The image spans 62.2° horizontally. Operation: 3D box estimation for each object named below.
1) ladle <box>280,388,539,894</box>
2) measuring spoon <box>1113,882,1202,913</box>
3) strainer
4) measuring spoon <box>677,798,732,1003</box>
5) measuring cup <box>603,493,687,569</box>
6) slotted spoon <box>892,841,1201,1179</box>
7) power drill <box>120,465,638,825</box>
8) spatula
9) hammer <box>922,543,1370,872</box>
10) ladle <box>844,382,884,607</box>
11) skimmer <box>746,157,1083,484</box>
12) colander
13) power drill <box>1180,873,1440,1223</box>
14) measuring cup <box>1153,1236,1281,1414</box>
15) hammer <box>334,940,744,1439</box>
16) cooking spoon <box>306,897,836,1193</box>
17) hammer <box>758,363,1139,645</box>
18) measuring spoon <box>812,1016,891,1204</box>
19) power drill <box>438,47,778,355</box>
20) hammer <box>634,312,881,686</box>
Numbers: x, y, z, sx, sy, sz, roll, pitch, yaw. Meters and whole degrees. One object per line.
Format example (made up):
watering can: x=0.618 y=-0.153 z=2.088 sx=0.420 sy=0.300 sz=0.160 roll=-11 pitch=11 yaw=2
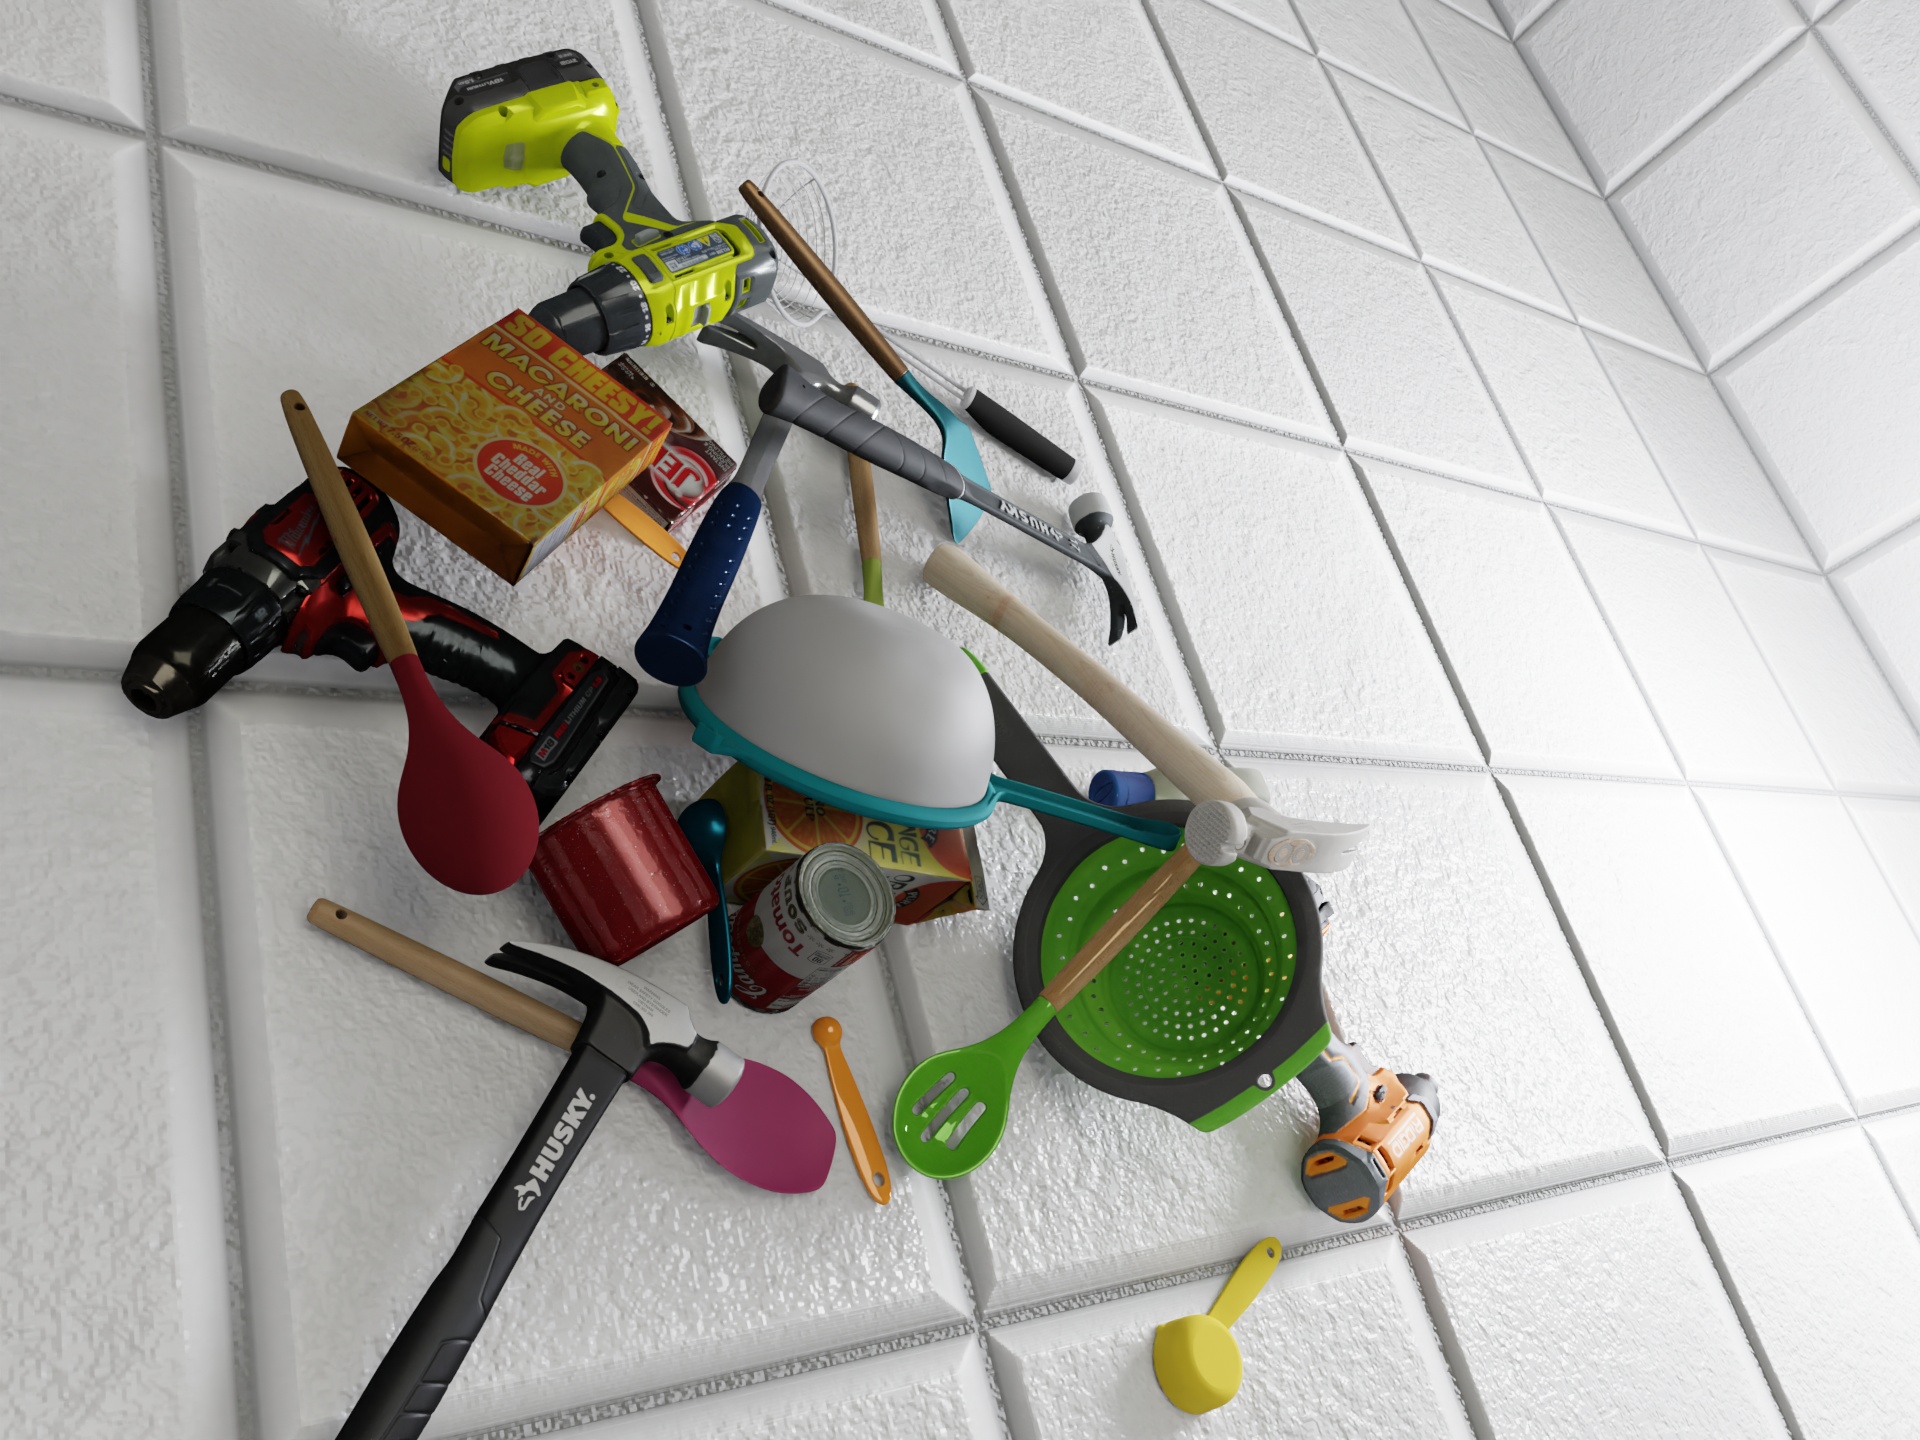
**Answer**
ladle: x=-0.299 y=-0.051 z=0.833 sx=0.069 sy=0.031 sz=0.316 roll=-14 pitch=66 yaw=-37
measuring spoon: x=0.136 y=0.137 z=1.185 sx=0.124 sy=0.018 sz=0.034 roll=-28 pitch=81 yaw=-41
strainer: x=-0.002 y=-0.003 z=1.000 sx=0.340 sy=0.095 sz=0.211 roll=18 pitch=16 yaw=-14
measuring spoon: x=-0.152 y=0.105 z=0.937 sx=0.021 sy=0.042 sz=0.129 roll=11 pitch=56 yaw=-37
measuring cup: x=-0.252 y=-0.140 z=1.025 sx=0.173 sy=0.052 sz=0.095 roll=39 pitch=43 yaw=-14
slotted spoon: x=0.074 y=0.162 z=1.000 sx=0.070 sy=0.031 sz=0.314 roll=46 pitch=72 yaw=1
power drill: x=-0.313 y=-0.022 z=0.869 sx=0.226 sy=0.080 sz=0.188 roll=37 pitch=43 yaw=-10
spatula: x=-0.071 y=-0.284 z=1.242 sx=0.317 sy=0.044 sz=0.082 roll=49 pitch=43 yaw=-17
hammer: x=0.102 y=-0.021 z=1.098 sx=0.146 sy=0.038 sz=0.411 roll=7 pitch=25 yaw=-39
ladle: x=-0.061 y=-0.144 z=1.188 sx=0.078 sy=0.062 sz=0.320 roll=22 pitch=45 yaw=-37
skimmer: x=-0.027 y=-0.314 z=1.313 sx=0.363 sy=0.090 sz=0.127 roll=32 pitch=57 yaw=-20
colander: x=0.102 y=0.106 z=1.115 sx=0.397 sy=0.204 sz=0.094 roll=54 pitch=0 yaw=29
power drill: x=0.271 y=0.233 z=1.179 sx=0.164 sy=0.084 sz=0.226 roll=-23 pitch=81 yaw=-48
measuring cup: x=0.178 y=0.380 z=1.025 sx=0.062 sy=0.029 sz=0.156 roll=53 pitch=43 yaw=4
hammer: x=-0.231 y=0.254 z=0.751 sx=0.146 sy=0.035 sz=0.335 roll=40 pitch=46 yaw=-14
cooking spoon: x=-0.202 y=0.174 z=0.861 sx=0.318 sy=0.017 sz=0.069 roll=32 pitch=47 yaw=-19
hammer: x=0.005 y=-0.170 z=1.204 sx=0.408 sy=0.036 sz=0.149 roll=20 pitch=45 yaw=-46
measuring spoon: x=-0.062 y=0.230 z=0.944 sx=0.021 sy=0.011 sz=0.117 roll=-3 pitch=63 yaw=-41
power drill: x=-0.266 y=-0.354 z=1.118 sx=0.190 sy=0.080 sz=0.228 roll=-32 pitch=75 yaw=-32
hammer: x=-0.147 y=-0.157 z=1.055 sx=0.144 sy=0.035 sz=0.406 roll=32 pitch=34 yaw=-15
